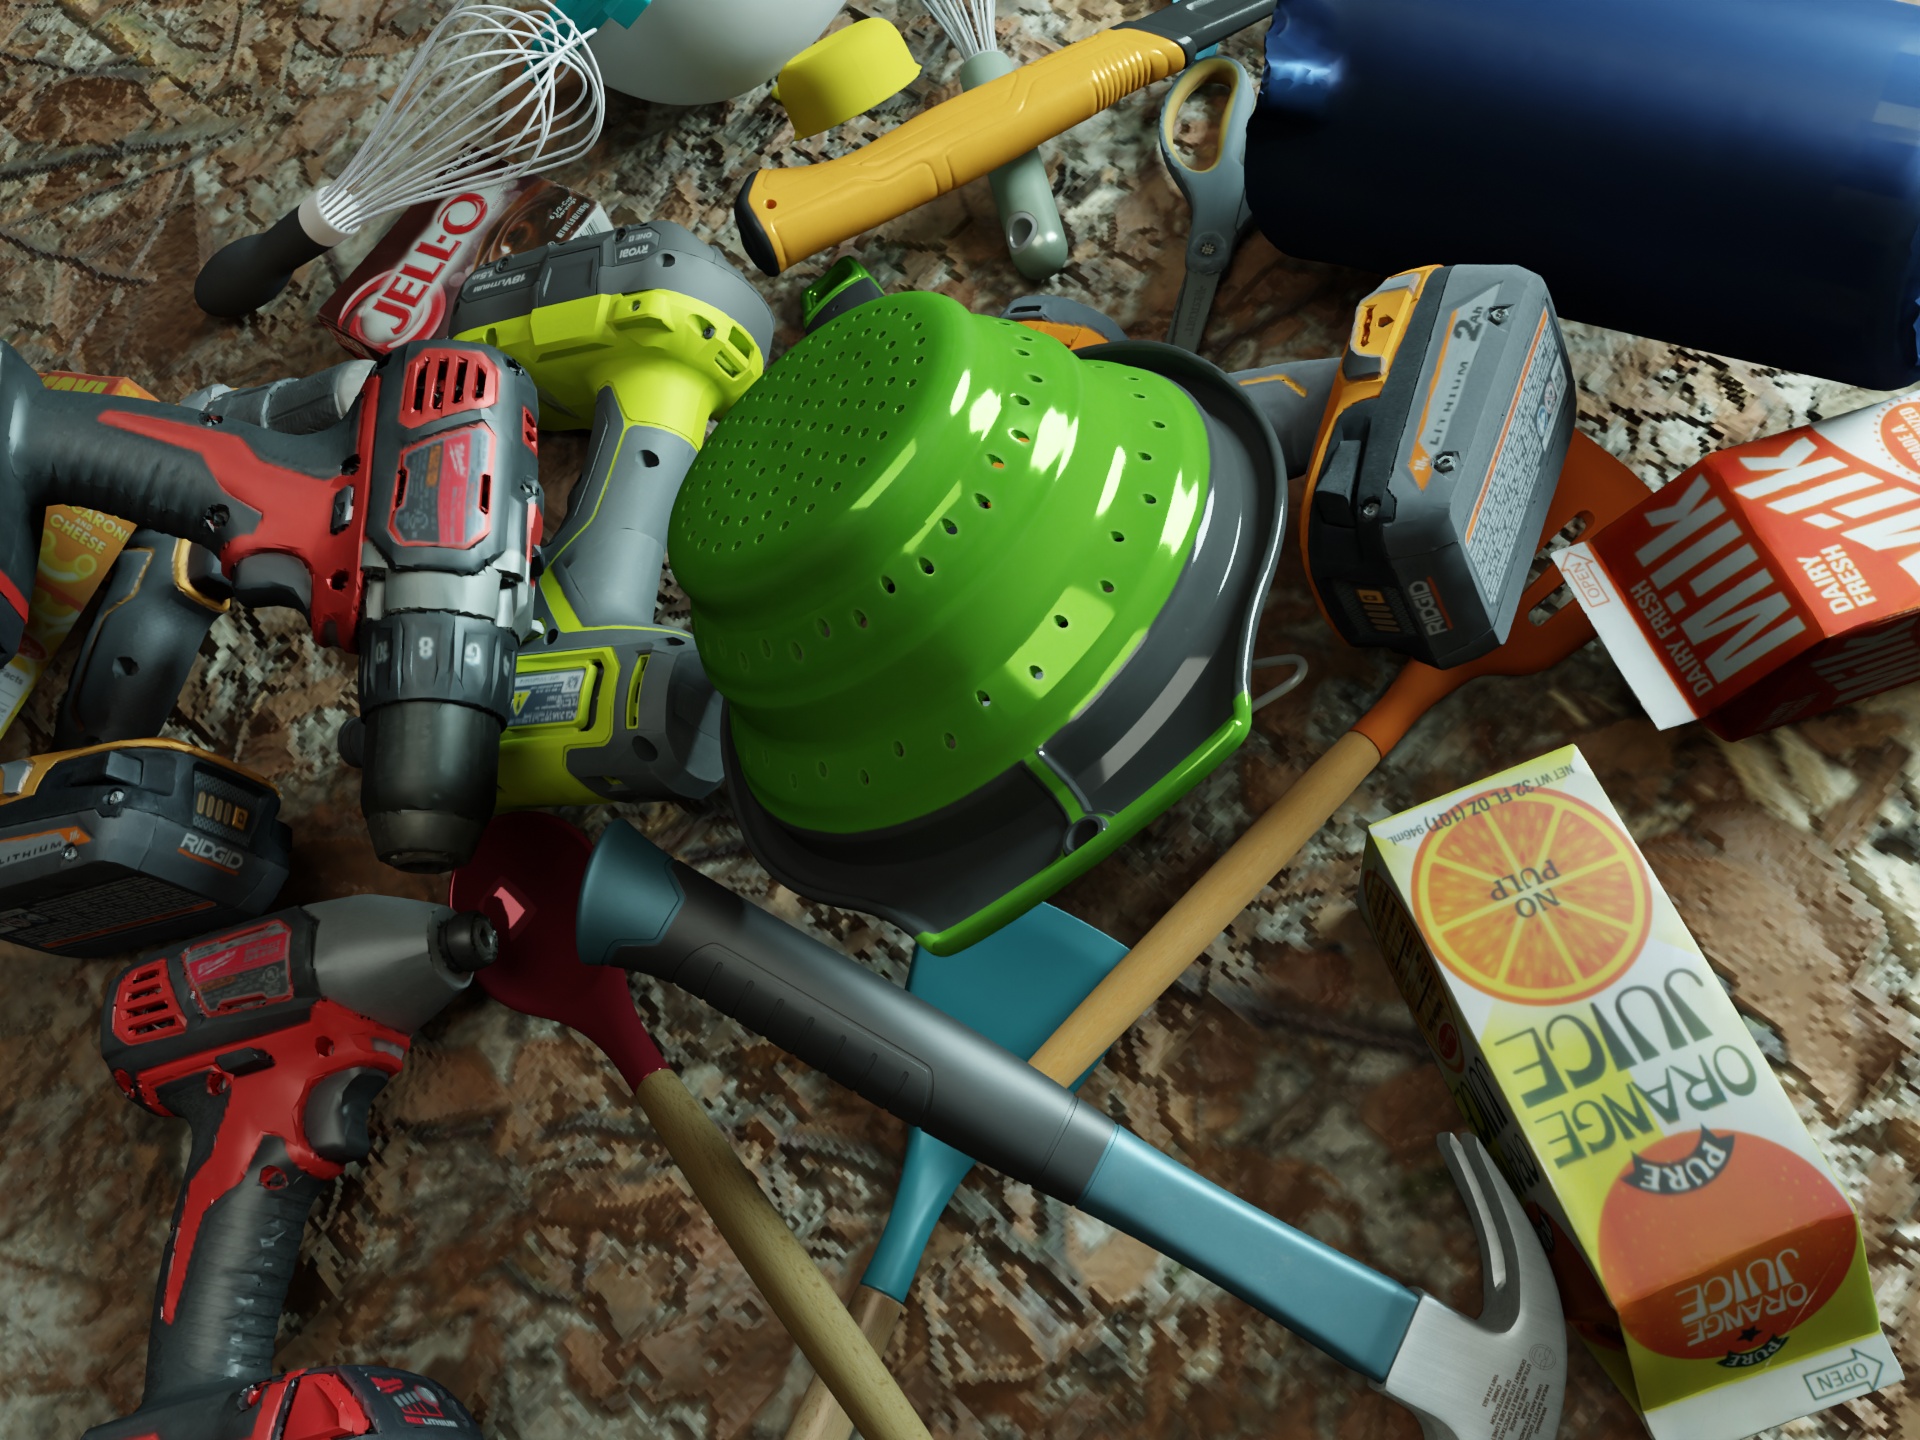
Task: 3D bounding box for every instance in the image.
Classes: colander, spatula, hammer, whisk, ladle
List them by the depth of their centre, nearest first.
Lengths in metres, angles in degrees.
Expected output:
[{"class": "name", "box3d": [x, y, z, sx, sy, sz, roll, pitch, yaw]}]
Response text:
[{"class": "hammer", "box3d": [0.027, 0.128, 0.477, 0.331, 0.033, 0.128, 29, 76, 4]}, {"class": "spatula", "box3d": [-0.036, 0.201, 0.492, 0.082, 0.044, 0.318, 26, 67, 0]}, {"class": "ladle", "box3d": [-0.087, 0.135, 0.517, 0.069, 0.031, 0.316, -52, 52, 6]}, {"class": "colander", "box3d": [-0.035, -0.101, 0.528, 0.204, 0.094, 0.398, -38, 36, 12]}, {"class": "spatula", "box3d": [0.124, 0.022, 0.539, 0.081, 0.041, 0.322, 45, 73, 7]}, {"class": "hammer", "box3d": [0.063, -0.267, 0.669, 0.337, 0.034, 0.127, -28, 70, -7]}, {"class": "whisk", "box3d": [-0.253, -0.229, 0.685, 0.284, 0.070, 0.070, -14, 60, 37]}, {"class": "whisk", "box3d": [0.010, -0.301, 0.724, 0.058, 0.059, 0.247, -32, 61, 38]}]

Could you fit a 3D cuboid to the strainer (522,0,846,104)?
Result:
[{"class": "strainer", "box3d": [-0.058, -0.405, 0.721, 0.340, 0.095, 0.211, -55, 28, -5]}]

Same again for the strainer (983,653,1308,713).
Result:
[{"class": "strainer", "box3d": [-0.001, -0.002, 0.591, 0.258, 0.050, 0.087, 0, 46, 18]}]

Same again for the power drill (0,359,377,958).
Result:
[{"class": "power drill", "box3d": [-0.299, -0.035, 0.625, 0.185, 0.084, 0.226, -14, 60, 23]}]

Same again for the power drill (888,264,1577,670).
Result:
[{"class": "power drill", "box3d": [0.077, -0.077, 0.553, 0.226, 0.084, 0.164, 6, 60, 38]}]

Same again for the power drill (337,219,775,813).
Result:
[{"class": "power drill", "box3d": [-0.159, -0.074, 0.629, 0.171, 0.080, 0.223, -4, 67, 26]}]

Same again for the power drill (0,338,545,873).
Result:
[{"class": "power drill", "box3d": [-0.257, -0.043, 0.534, 0.226, 0.080, 0.188, 2, 71, -11]}]

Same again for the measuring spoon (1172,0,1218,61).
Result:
[{"class": "measuring spoon", "box3d": [0.107, -0.358, 0.747, 0.042, 0.021, 0.129, -6, 74, 8]}]

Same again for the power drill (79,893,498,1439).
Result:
[{"class": "power drill", "box3d": [-0.221, 0.165, 0.537, 0.143, 0.078, 0.220, -17, 60, 9]}]

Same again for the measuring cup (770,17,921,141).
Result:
[{"class": "measuring cup", "box3d": [-0.065, -0.283, 0.693, 0.062, 0.029, 0.157, -32, 30, -6]}]
